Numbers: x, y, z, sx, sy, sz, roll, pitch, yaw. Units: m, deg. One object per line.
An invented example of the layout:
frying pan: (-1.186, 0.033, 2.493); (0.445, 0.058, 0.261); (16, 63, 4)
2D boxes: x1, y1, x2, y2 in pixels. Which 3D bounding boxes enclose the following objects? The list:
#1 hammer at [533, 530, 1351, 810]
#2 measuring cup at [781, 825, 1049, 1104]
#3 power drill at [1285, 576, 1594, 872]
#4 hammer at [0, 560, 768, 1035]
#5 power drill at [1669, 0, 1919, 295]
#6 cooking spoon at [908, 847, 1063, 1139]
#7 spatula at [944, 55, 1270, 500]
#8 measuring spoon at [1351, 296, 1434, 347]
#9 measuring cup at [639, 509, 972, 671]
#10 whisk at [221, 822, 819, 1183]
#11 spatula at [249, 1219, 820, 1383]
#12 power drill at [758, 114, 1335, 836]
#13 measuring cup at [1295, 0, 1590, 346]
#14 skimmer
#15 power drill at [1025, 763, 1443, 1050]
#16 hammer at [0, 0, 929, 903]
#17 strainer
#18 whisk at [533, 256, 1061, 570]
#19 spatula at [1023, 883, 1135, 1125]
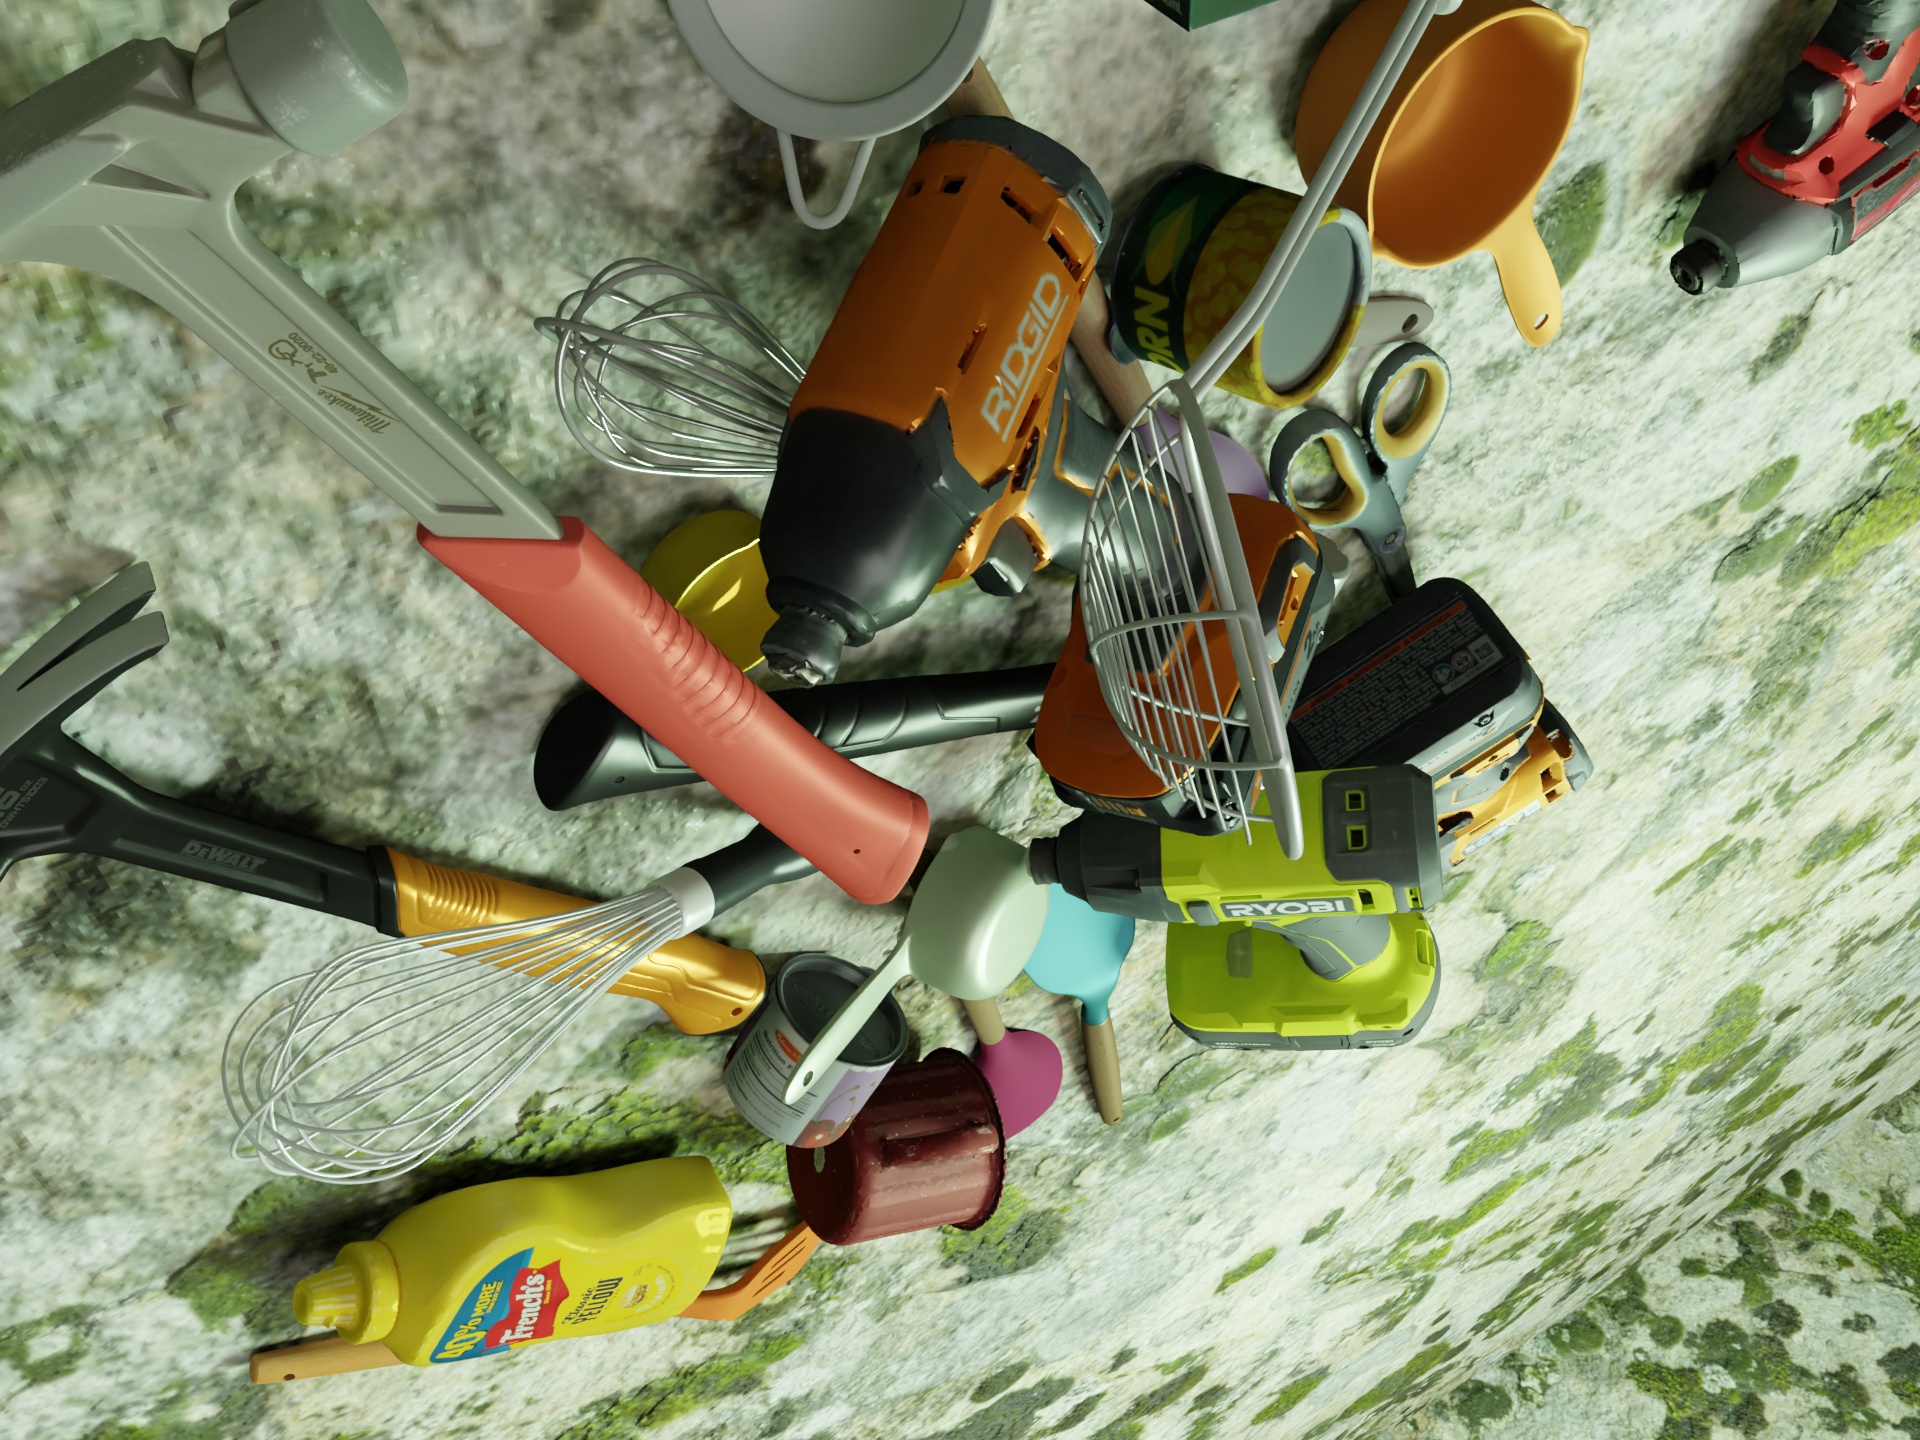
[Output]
hammer: (-0.001, -0.002, 0.626); (0.334, 0.035, 0.146); (-8, 141, -32)
measuring cup: (-0.014, 0.113, 0.685); (0.168, 0.038, 0.083); (-44, 145, -41)
power drill: (0.225, 0.032, 0.825); (0.185, 0.084, 0.226); (-35, 151, 13)
hammer: (-0.176, 0.059, 0.553); (0.127, 0.034, 0.336); (-44, 144, 11)
power drill: (0.332, -0.262, 0.596); (0.143, 0.079, 0.219); (-37, 147, 0)
cooking spoon: (0.011, 0.152, 0.826); (0.069, 0.017, 0.318); (-35, 144, -12)
spatula: (0.056, -0.125, 0.559); (0.060, 0.018, 0.315); (-40, 146, 4)
measuring spoon: (0.141, -0.147, 0.606); (0.124, 0.018, 0.034); (-13, 138, -31)
measuring cup: (-0.046, -0.053, 0.555); (0.156, 0.029, 0.062); (-18, 141, -44)
whisk: (-0.118, 0.074, 0.543); (0.284, 0.070, 0.070); (-27, 149, -52)
spatula: (-0.193, 0.295, 0.812); (0.322, 0.041, 0.081); (6, 126, -39)
power drill: (0.028, -0.047, 0.496); (0.226, 0.084, 0.164); (42, 67, -47)
measuring cup: (0.175, -0.189, 0.562); (0.095, 0.052, 0.173); (-45, 146, 10)
skimmer: (0.131, -0.142, 0.434); (0.363, 0.090, 0.127); (-62, 164, -6)
power drill: (0.137, 0.088, 0.736); (0.171, 0.080, 0.223); (-5, 153, 18)
hammer: (-0.114, -0.029, 0.452); (0.149, 0.037, 0.358); (-24, 143, 14)
strainer: (-0.030, -0.238, 0.342); (0.087, 0.050, 0.258); (10, 133, 10)
whisk: (-0.032, -0.084, 0.508); (0.246, 0.059, 0.058); (13, 93, -52)
spatula: (0.072, 0.164, 0.891); (0.082, 0.044, 0.317); (-31, 149, -11)
